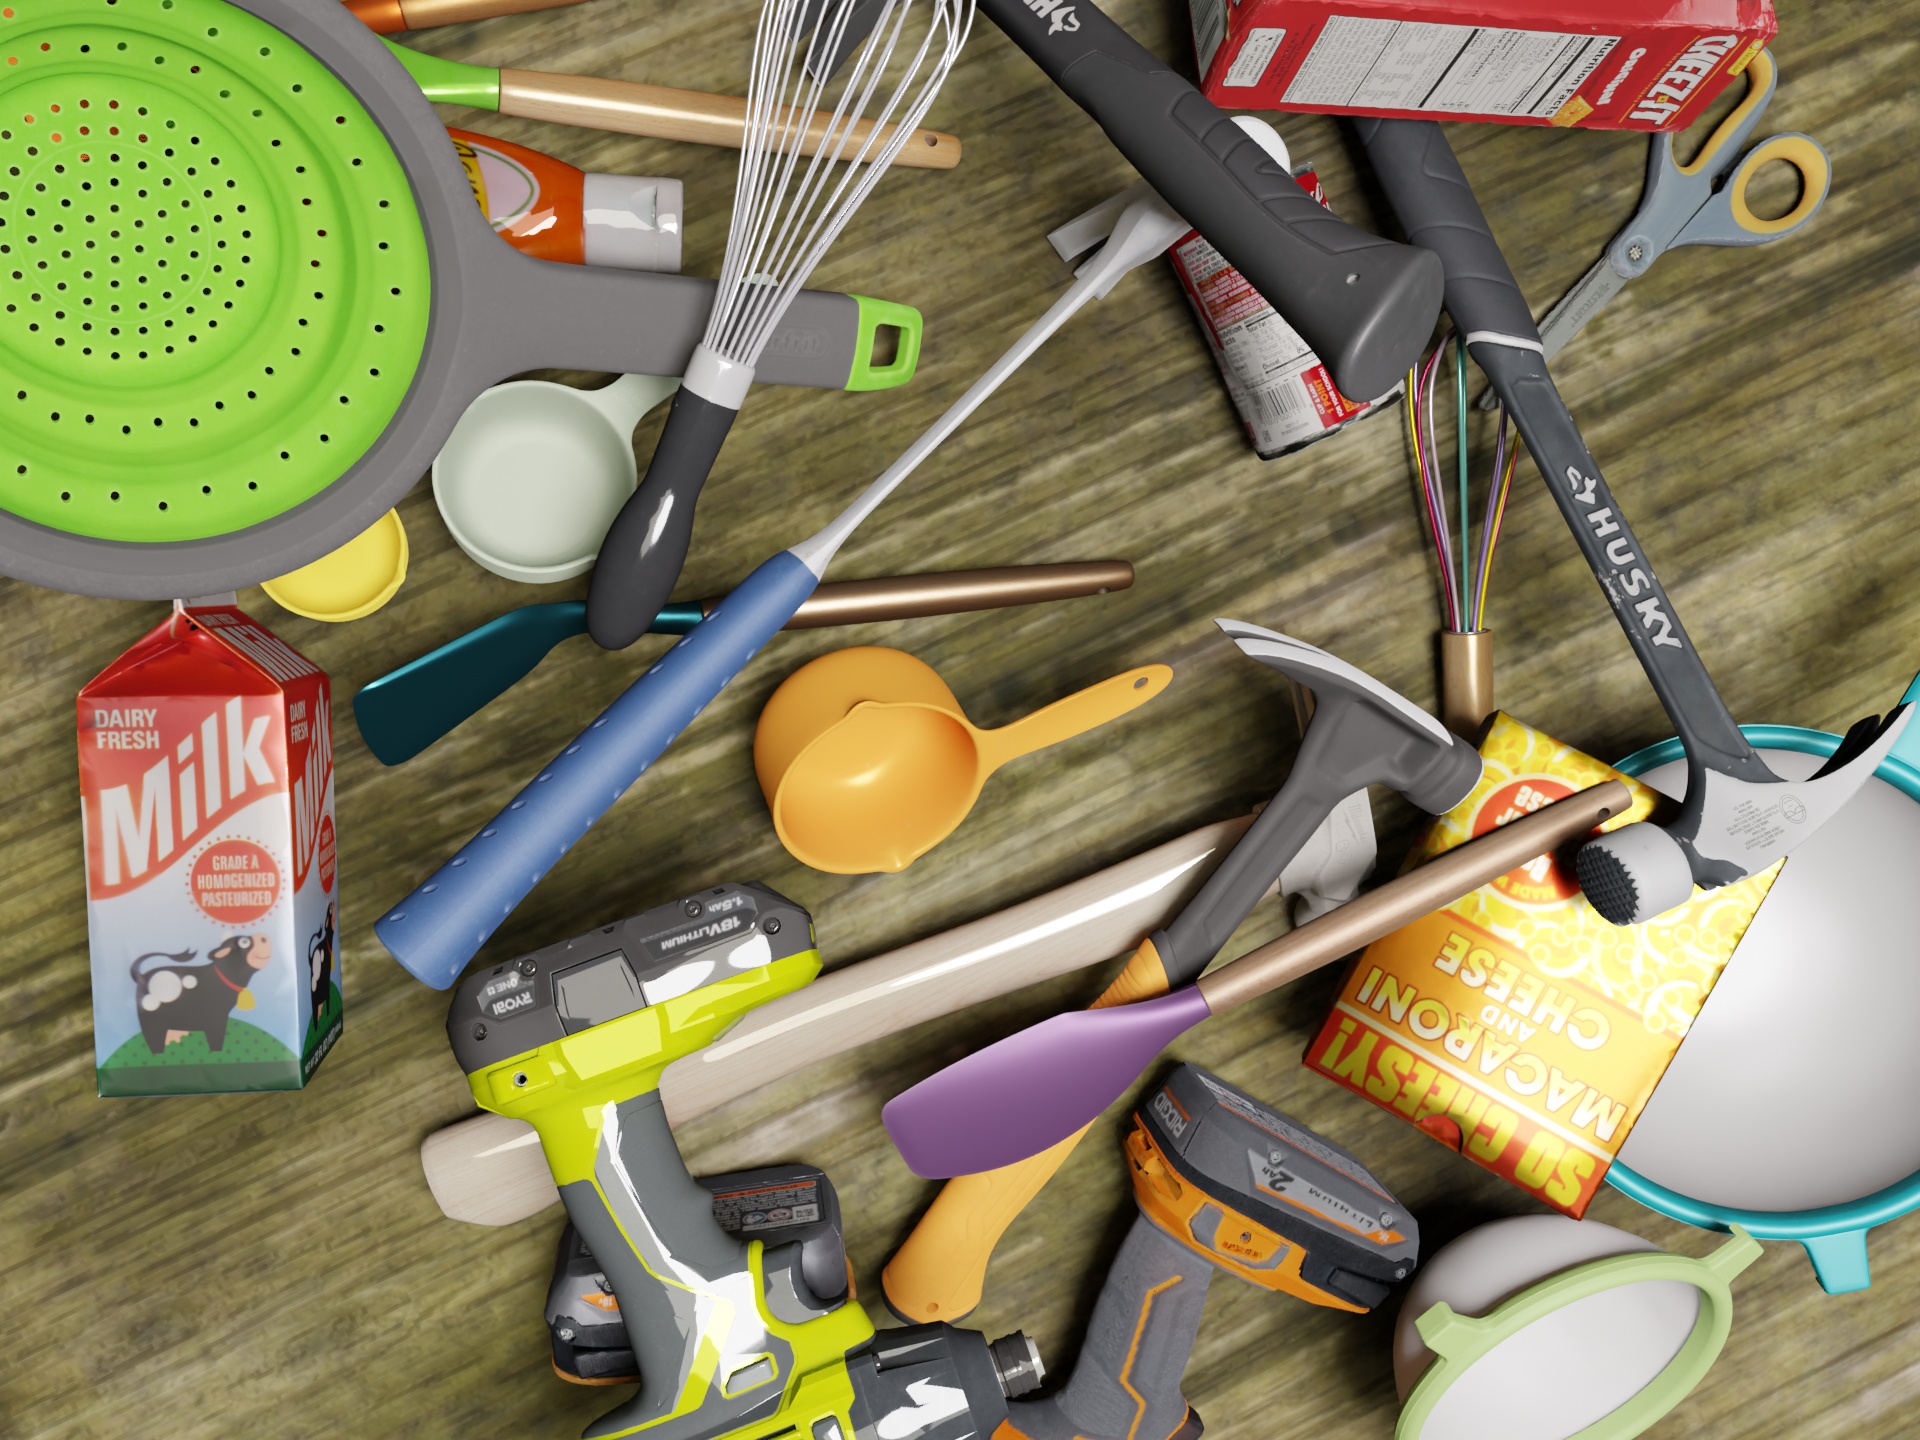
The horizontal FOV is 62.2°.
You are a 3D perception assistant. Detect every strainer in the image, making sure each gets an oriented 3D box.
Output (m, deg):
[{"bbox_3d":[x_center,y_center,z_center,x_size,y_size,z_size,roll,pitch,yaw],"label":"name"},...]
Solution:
[{"bbox_3d":[0.237,0.295,0.700,0.151,0.069,0.256,-9,128,-14],"label":"strainer"},{"bbox_3d":[0.372,0.054,0.692,0.211,0.095,0.340,32,93,11],"label":"strainer"}]

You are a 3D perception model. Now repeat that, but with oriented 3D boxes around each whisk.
[{"bbox_3d":[-0.072,-0.150,0.555,0.070,0.070,0.284,24,107,-11],"label":"whisk"},{"bbox_3d":[0.223,-0.060,0.692,0.047,0.051,0.245,-3,101,8],"label":"whisk"}]

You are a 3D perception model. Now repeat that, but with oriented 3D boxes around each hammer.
[{"bbox_3d":[-0.051,-0.063,0.581,0.405,0.144,0.035,-46,106,-8],"label":"hammer"},{"bbox_3d":[-0.024,0.102,0.654,0.410,0.038,0.146,-21,120,-5],"label":"hammer"},{"bbox_3d":[0.063,0.118,0.645,0.127,0.034,0.337,28,106,-26],"label":"hammer"},{"bbox_3d":[0.230,-0.133,0.632,0.149,0.036,0.409,-20,80,-15],"label":"hammer"},{"bbox_3d":[0.050,-0.212,0.540,0.146,0.335,0.035,-34,142,6],"label":"hammer"}]

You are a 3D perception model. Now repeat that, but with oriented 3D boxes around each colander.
[{"bbox_3d":[-0.200,-0.154,0.559,0.397,0.095,0.204,-4,116,-34],"label":"colander"}]

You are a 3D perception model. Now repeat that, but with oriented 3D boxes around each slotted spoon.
[{"bbox_3d":[-0.148,-0.237,0.601,0.313,0.031,0.070,1,80,-20],"label":"slotted spoon"}]

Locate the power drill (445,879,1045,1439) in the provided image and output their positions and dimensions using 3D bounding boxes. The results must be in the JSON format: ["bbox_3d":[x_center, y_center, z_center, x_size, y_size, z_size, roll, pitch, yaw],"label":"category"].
[{"bbox_3d":[-0.081,0.178,0.574,0.171,0.080,0.223,-19,82,-5],"label":"power drill"}]

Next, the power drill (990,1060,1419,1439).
[{"bbox_3d":[0.098,0.282,0.690,0.164,0.084,0.226,31,93,-13],"label":"power drill"}]

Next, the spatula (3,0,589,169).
[{"bbox_3d":[-0.189,-0.278,0.606,0.322,0.041,0.081,-15,100,-9],"label":"spatula"}]

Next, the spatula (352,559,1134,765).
[{"bbox_3d":[-0.077,-0.034,0.645,0.317,0.082,0.044,-8,70,-13],"label":"spatula"}]

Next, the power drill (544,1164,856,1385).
[{"bbox_3d":[-0.120,0.312,0.657,0.185,0.084,0.226,-7,101,-7],"label":"power drill"}]

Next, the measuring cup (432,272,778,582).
[{"bbox_3d":[-0.136,-0.121,0.637,0.083,0.038,0.167,46,72,-4],"label":"measuring cup"}]

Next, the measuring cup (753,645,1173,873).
[{"bbox_3d":[-0.001,-0.002,0.648,0.173,0.052,0.095,-21,134,-12],"label":"measuring cup"}]

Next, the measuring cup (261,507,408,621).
[{"bbox_3d":[-0.226,-0.111,0.629,0.062,0.029,0.156,25,79,-9],"label":"measuring cup"}]

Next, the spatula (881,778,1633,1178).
[{"bbox_3d":[0.118,0.099,0.620,0.316,0.018,0.059,-27,118,0],"label":"spatula"}]
